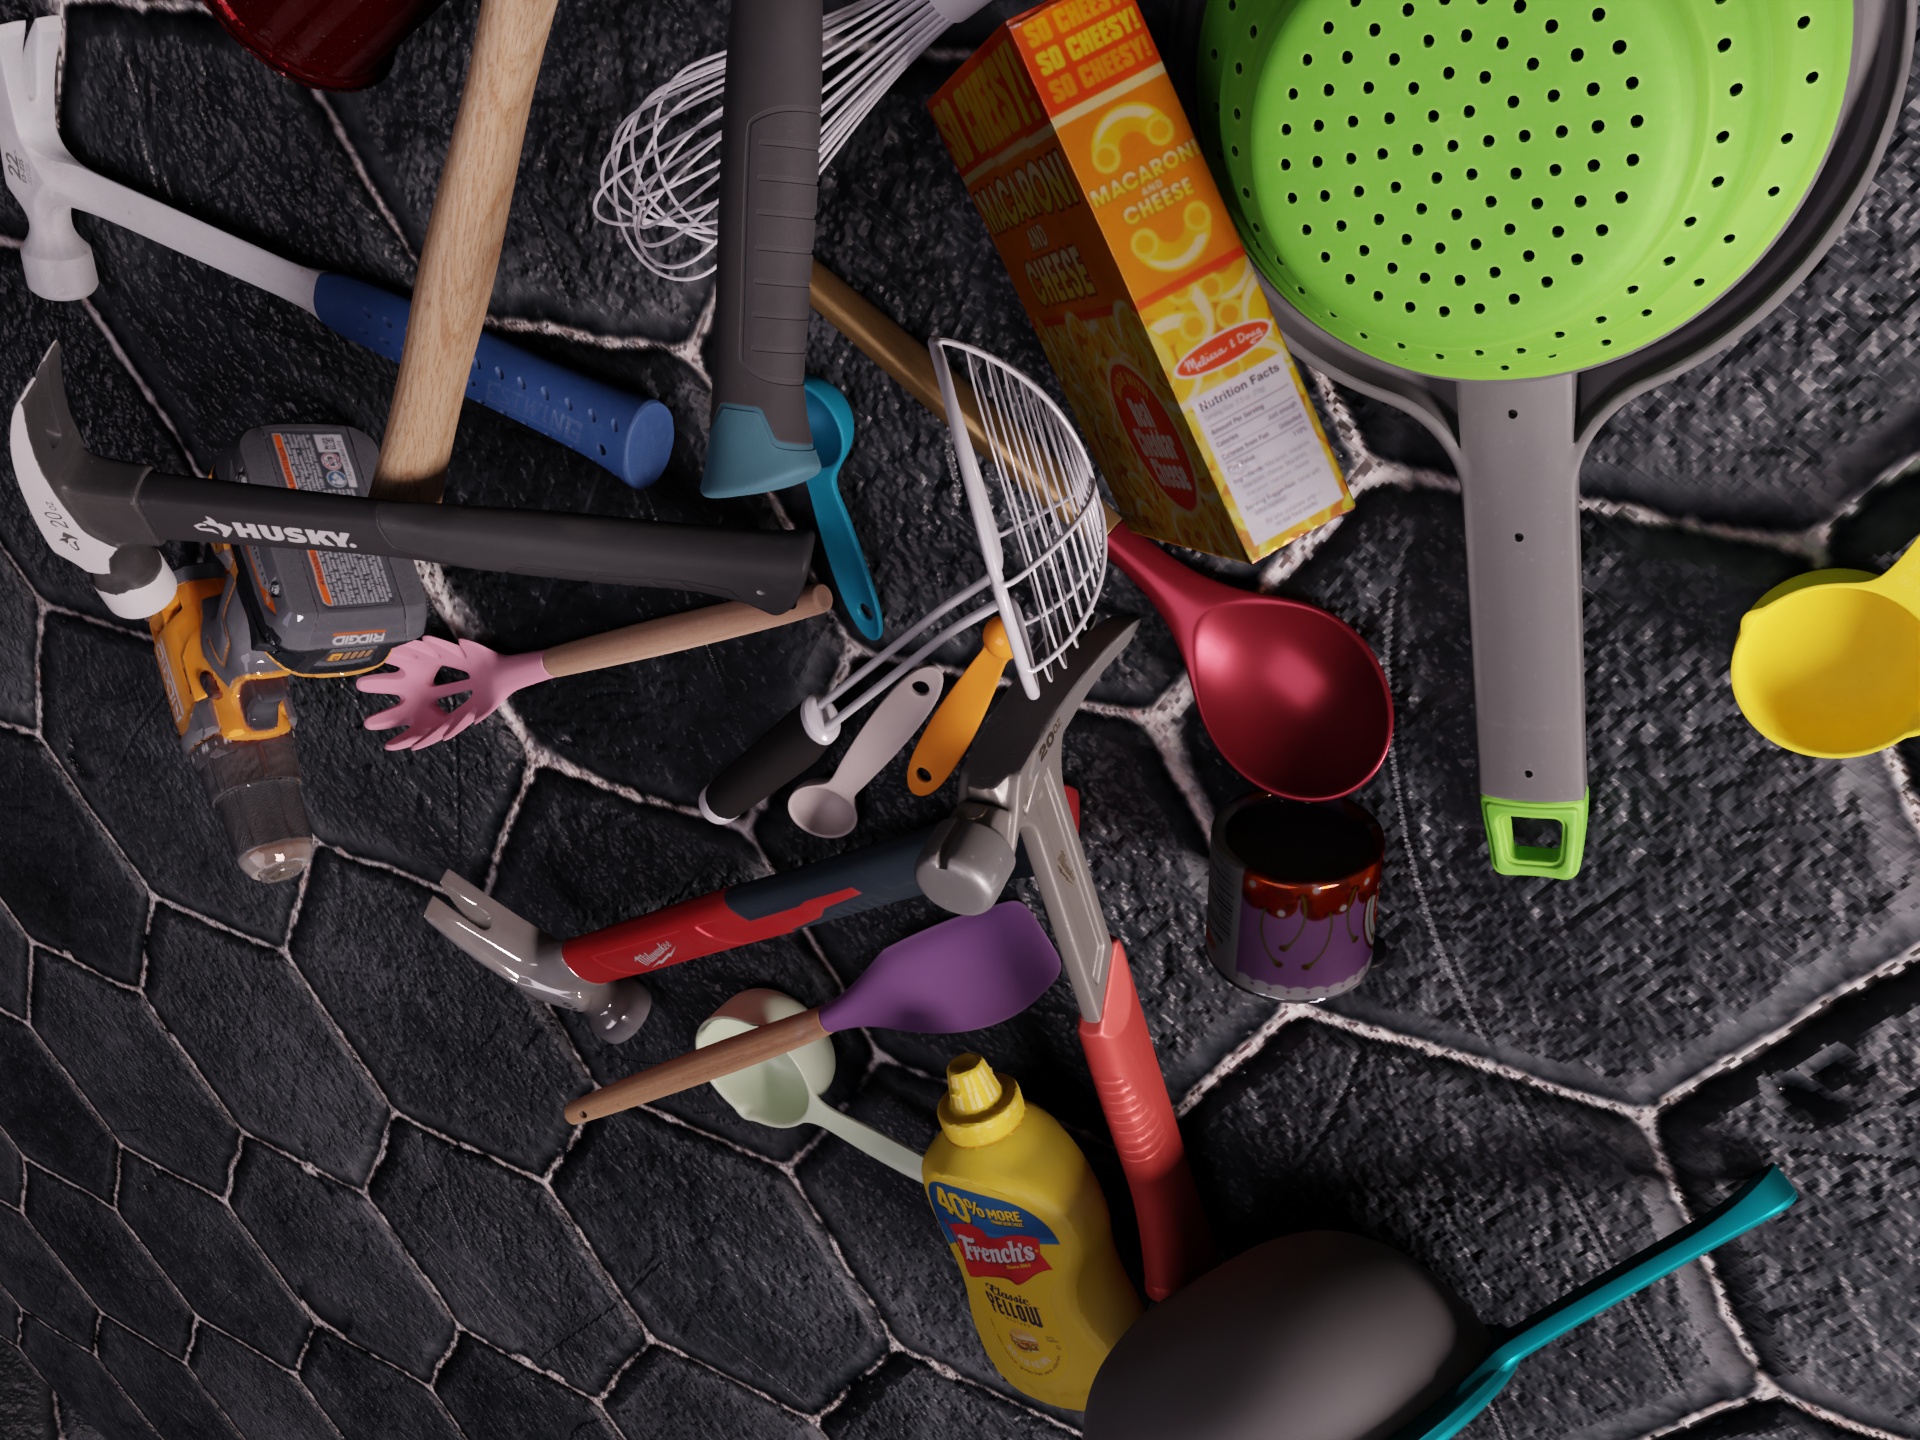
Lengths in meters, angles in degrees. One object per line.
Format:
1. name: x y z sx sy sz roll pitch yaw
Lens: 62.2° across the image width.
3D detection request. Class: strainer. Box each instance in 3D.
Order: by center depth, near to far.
1. strainer: 0.174 0.249 0.674 0.340 0.211 0.095 -41 70 21

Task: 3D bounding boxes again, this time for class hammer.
1. hammer: -0.057 -0.234 0.504 0.128 0.033 0.331 12 108 25
2. hammer: -0.188 -0.198 0.609 0.031 0.130 0.331 38 132 6
3. hammer: -0.228 -0.084 0.676 0.335 0.035 0.146 6 147 1
4. hammer: 0.071 0.132 0.692 0.037 0.149 0.358 6 134 30
5. hammer: -0.309 -0.208 0.751 0.406 0.035 0.144 26 131 17
6. hammer: -0.107 0.085 0.786 0.386 0.038 0.143 -20 130 38

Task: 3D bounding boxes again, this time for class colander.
1. colander: 0.158 -0.096 0.467 0.204 0.094 0.396 2 122 27

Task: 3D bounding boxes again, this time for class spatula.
1. spatula: -0.087 0.163 0.817 0.316 0.018 0.059 -24 104 26

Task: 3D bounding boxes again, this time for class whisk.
1. whisk: -0.024 -0.231 0.537 0.284 0.070 0.070 -20 107 36

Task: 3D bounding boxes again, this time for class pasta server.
1. pasta server: -0.190 -0.032 0.788 0.316 0.040 0.060 -9 92 36

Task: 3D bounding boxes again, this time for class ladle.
1. ladle: 0.037 -0.087 0.607 0.315 0.031 0.069 42 110 6

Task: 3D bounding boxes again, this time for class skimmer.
1. skimmer: -0.055 -0.022 0.645 0.363 0.090 0.127 -35 64 51

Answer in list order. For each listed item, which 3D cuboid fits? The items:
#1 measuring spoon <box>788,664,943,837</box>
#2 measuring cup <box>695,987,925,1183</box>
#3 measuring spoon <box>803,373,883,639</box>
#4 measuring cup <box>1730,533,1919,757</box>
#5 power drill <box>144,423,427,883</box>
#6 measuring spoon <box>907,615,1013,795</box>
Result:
1. measuring spoon: -0.041 0.012 0.736 0.034 0.018 0.124 31 128 -12
2. measuring cup: -0.065 0.202 0.862 0.168 0.038 0.083 26 130 14
3. measuring spoon: -0.048 -0.091 0.674 0.042 0.021 0.128 15 136 36
4. measuring cup: 0.290 -0.056 0.466 0.062 0.029 0.156 35 121 9
5. power drill: -0.362 -0.029 0.843 0.226 0.084 0.185 -34 73 44
6. measuring spoon: -0.001 -0.002 0.699 0.021 0.011 0.116 37 133 7
